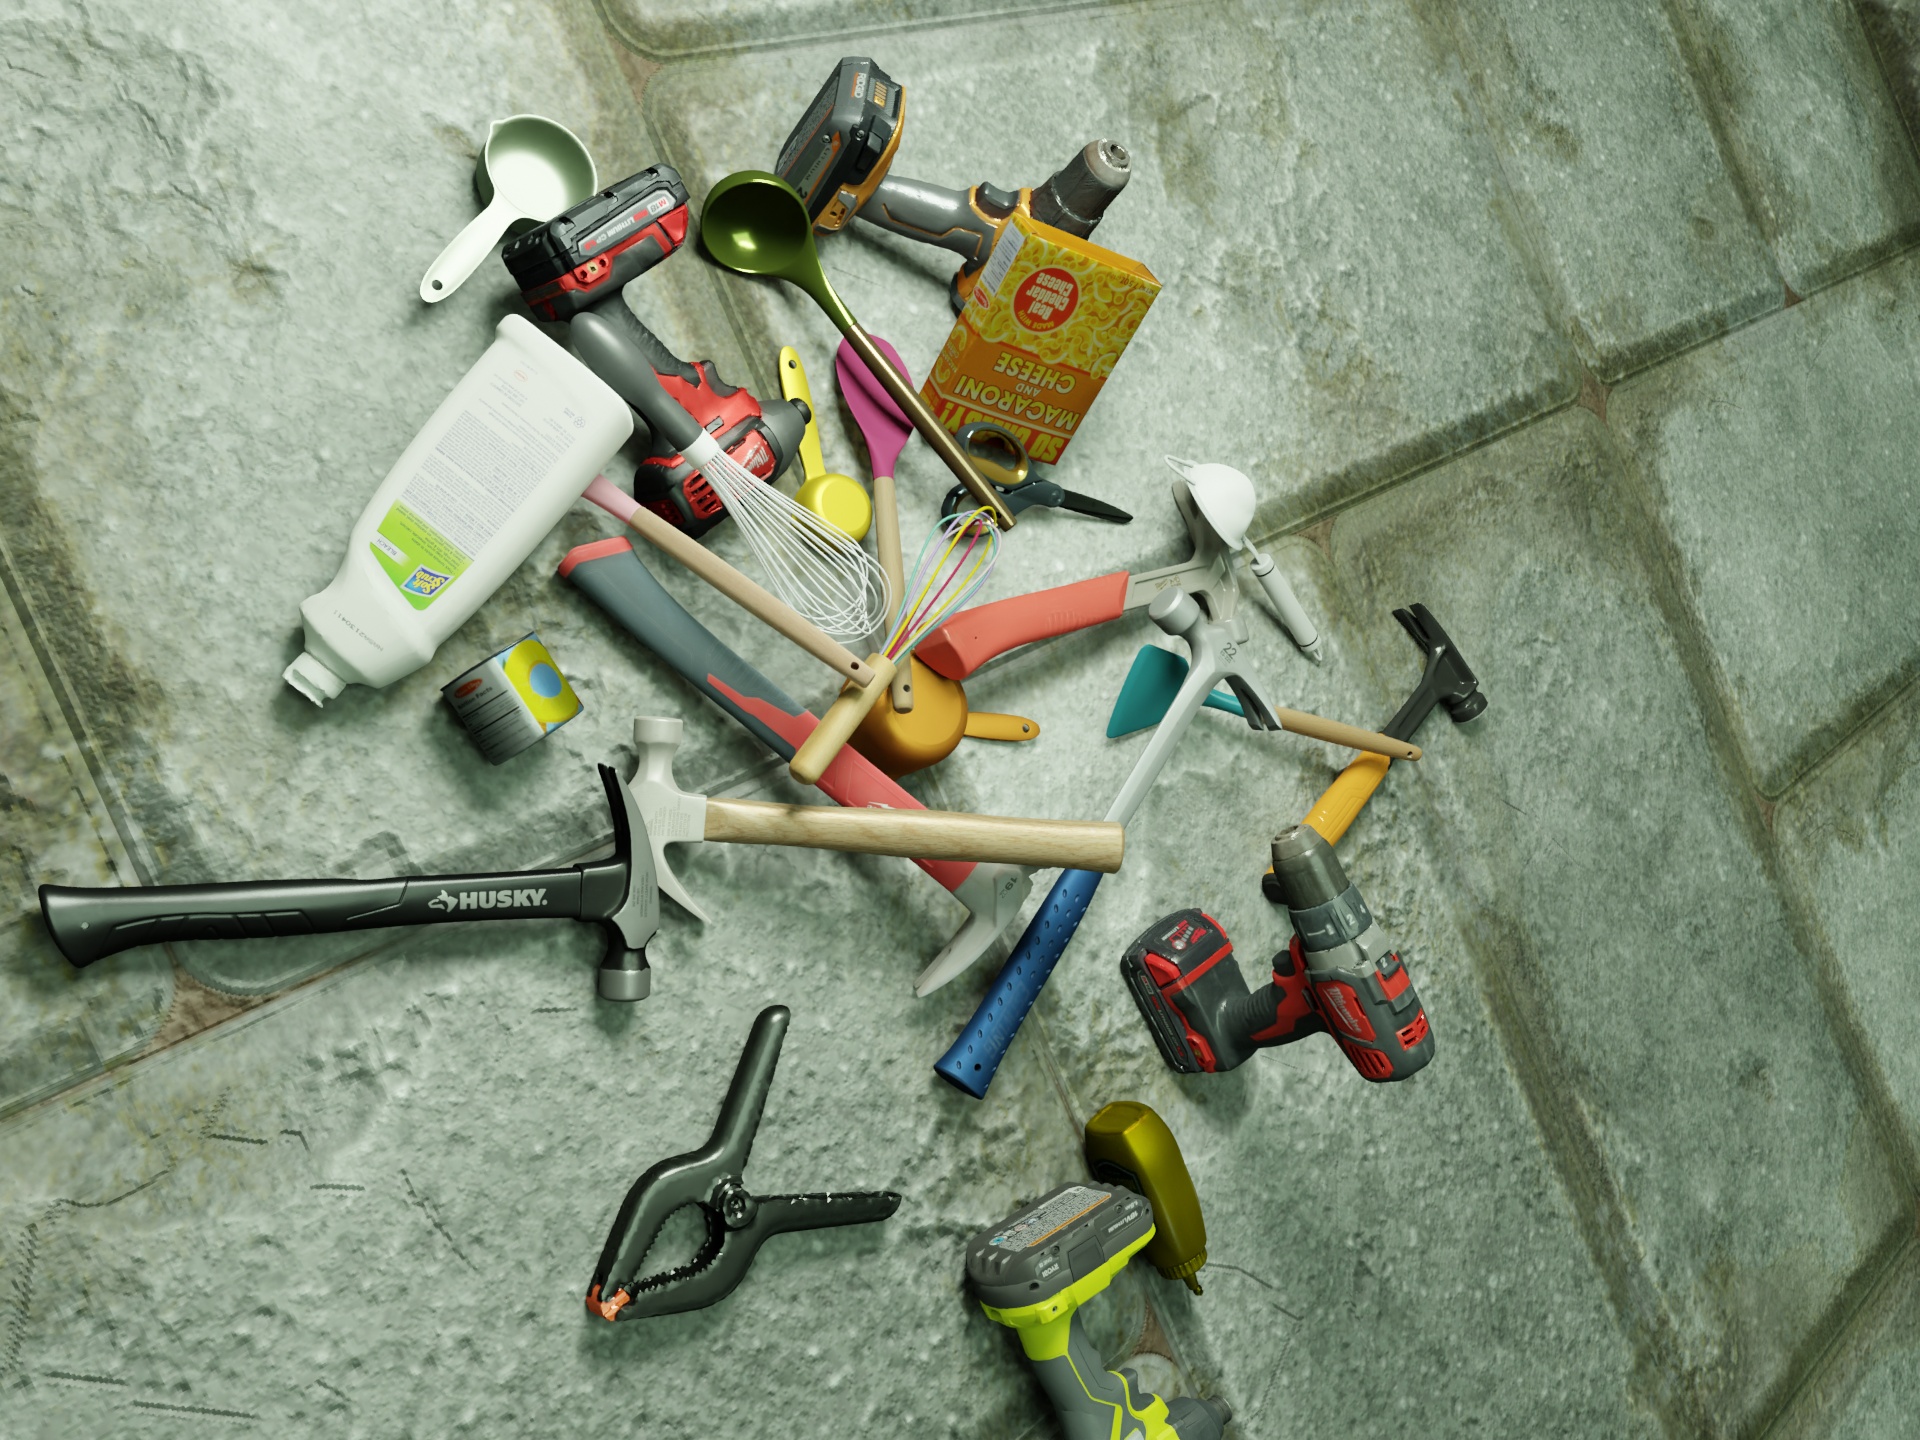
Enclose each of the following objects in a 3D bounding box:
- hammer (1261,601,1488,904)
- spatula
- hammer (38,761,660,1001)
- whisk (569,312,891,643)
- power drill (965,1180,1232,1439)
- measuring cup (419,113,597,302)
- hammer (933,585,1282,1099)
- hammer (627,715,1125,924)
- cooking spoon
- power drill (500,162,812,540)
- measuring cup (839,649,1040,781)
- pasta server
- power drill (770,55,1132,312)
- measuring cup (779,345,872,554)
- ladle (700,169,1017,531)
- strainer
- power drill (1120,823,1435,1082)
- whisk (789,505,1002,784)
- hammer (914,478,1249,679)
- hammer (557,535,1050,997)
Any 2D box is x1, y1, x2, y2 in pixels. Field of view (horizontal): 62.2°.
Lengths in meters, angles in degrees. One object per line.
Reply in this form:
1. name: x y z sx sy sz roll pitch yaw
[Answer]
1. hammer: 0.357 0.036 1.401 0.337 0.034 0.127 -45 106 -32
2. spatula: 0.260 0.001 1.317 0.317 0.044 0.082 13 109 -23
3. hammer: -0.335 0.099 0.910 0.334 0.035 0.146 0 94 -31
4. whisk: -0.148 -0.151 1.024 0.284 0.070 0.070 46 58 -28
5. power drill: 0.102 0.447 1.112 0.171 0.080 0.223 -20 94 -35
6. measuring cup: -0.305 -0.325 1.041 0.083 0.038 0.168 40 62 -20
7. hammer: 0.107 0.099 1.180 0.144 0.035 0.405 42 69 -23
8. hammer: -0.054 0.076 1.047 0.331 0.031 0.130 5 91 -11
9. cooking spoon: -0.054 -0.150 1.142 0.068 0.017 0.319 11 59 -32
10. power drill: -0.190 -0.243 1.057 0.143 0.078 0.219 -42 117 -30
11. measuring cup: -0.002 -0.004 1.158 0.173 0.052 0.095 5 76 -31
12. pasta server: -0.185 -0.117 1.012 0.316 0.040 0.060 35 75 2
13. power drill: -0.003 -0.394 1.170 0.226 0.185 0.084 21 56 -25
14. measuring cup: -0.102 -0.199 1.149 0.062 0.029 0.156 -14 89 -35
15. ladle: -0.067 -0.260 1.149 0.320 0.078 0.062 50 30 -8
16. strainer: 0.253 -0.139 1.342 0.258 0.050 0.087 50 27 -34
17. power drill: 0.221 0.173 1.159 0.080 0.227 0.188 -30 97 -35
18. whisk: -0.041 -0.056 1.055 0.051 0.047 0.245 37 63 -4
19. hammer: 0.098 -0.100 1.227 0.359 0.037 0.149 -17 89 -45
20. hammer: -0.118 0.024 1.070 0.386 0.038 0.143 40 92 -13
